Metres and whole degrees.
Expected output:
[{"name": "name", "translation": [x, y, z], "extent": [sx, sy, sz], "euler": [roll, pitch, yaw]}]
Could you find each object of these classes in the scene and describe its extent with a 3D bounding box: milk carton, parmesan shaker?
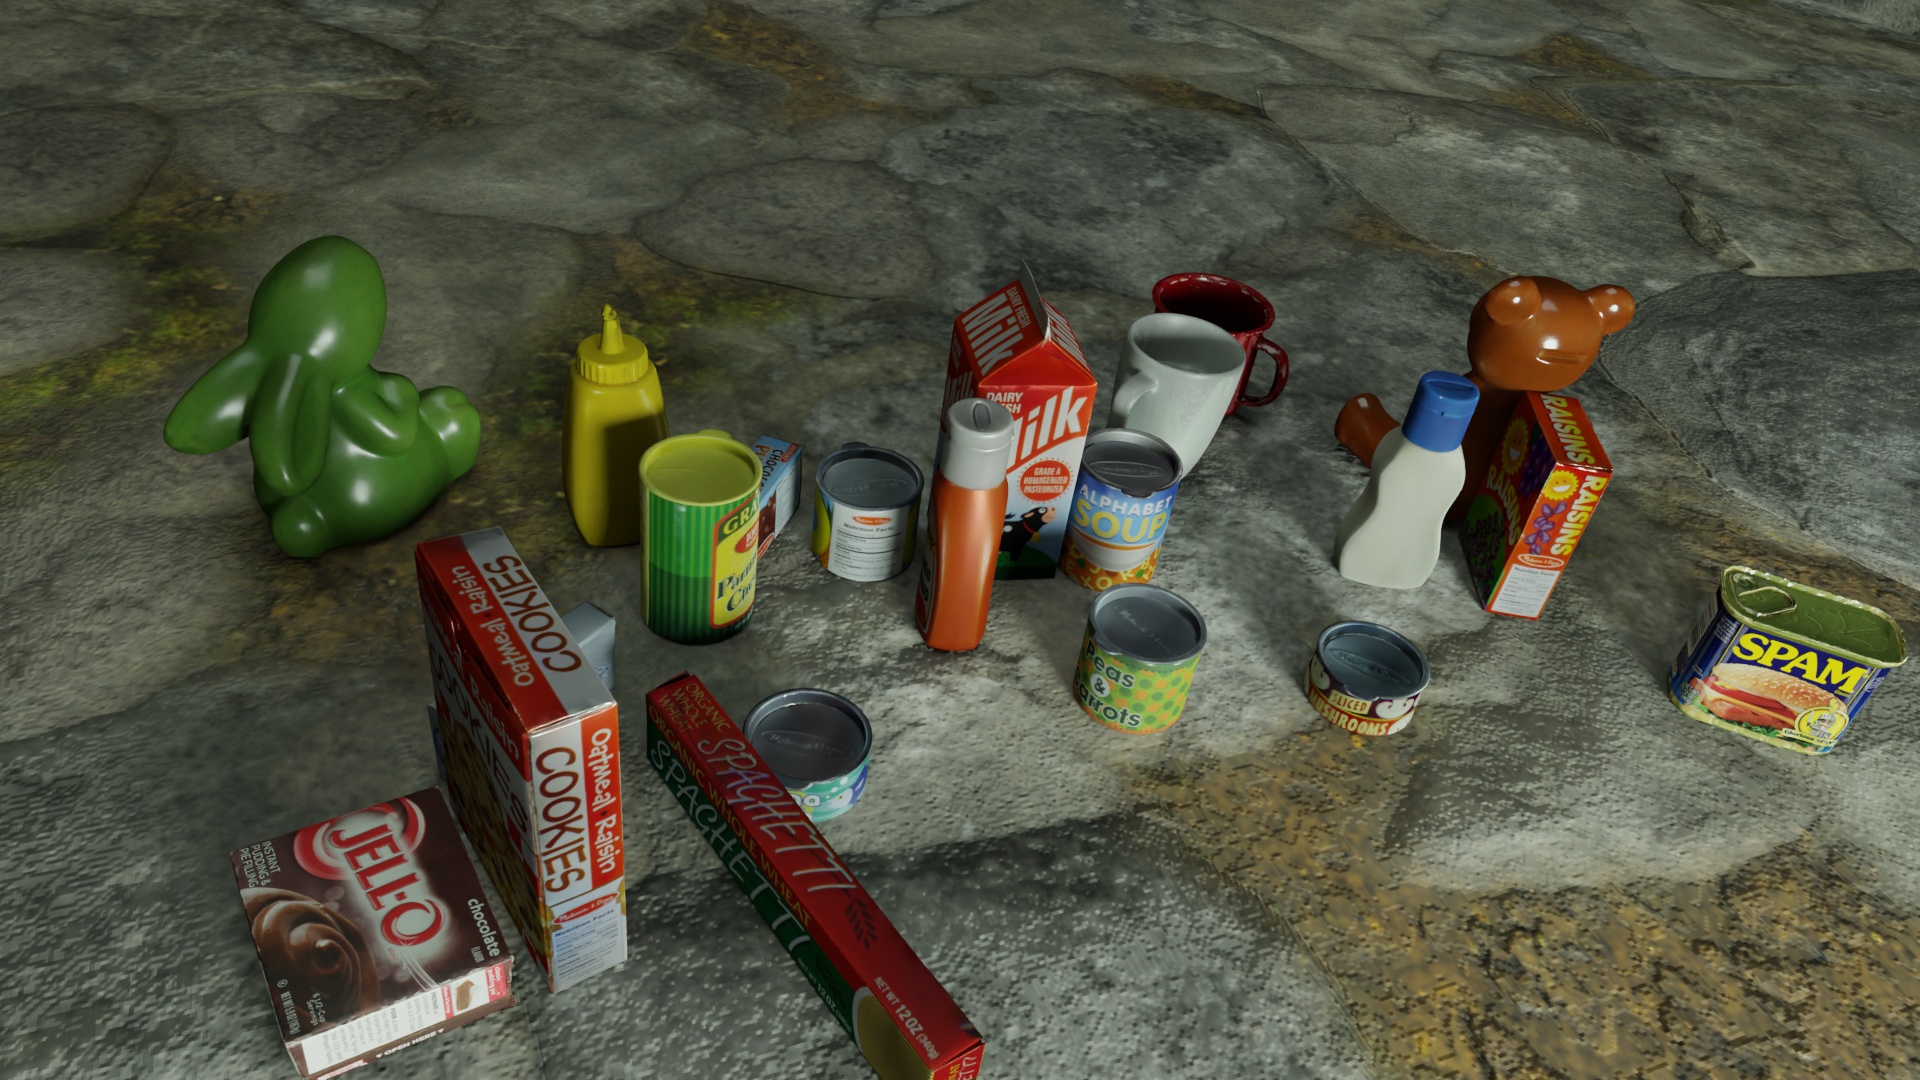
[{"name": "milk carton", "translation": [0.030, -0.069, 0.836], "extent": [0.073, 0.189, 0.073], "euler": [-1, 39, -13]}, {"name": "parmesan shaker", "translation": [-0.147, -0.002, 0.785], "extent": [0.071, 0.102, 0.072], "euler": [6, 38, -4]}]

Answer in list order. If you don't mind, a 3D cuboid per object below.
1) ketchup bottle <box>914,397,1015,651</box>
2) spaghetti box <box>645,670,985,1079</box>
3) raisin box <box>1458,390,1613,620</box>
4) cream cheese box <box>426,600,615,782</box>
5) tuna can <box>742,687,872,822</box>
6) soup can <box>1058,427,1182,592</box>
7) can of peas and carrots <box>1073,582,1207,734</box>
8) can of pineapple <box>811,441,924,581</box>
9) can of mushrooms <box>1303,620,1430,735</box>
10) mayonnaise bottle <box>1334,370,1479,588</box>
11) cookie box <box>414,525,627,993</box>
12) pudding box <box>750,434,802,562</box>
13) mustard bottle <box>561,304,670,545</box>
[{"name": "ketchup bottle", "translation": [0.003, -0.010, 0.790], "extent": [0.043, 0.148, 0.065], "euler": [4, 38, -7]}, {"name": "spaghetti box", "translation": [-0.077, 0.156, 0.642], "extent": [0.029, 0.049, 0.251], "euler": [-20, 47, -32]}, {"name": "raisin box", "translation": [0.371, -0.023, 0.902], "extent": [0.040, 0.122, 0.086], "euler": [9, 38, 0]}, {"name": "cream cheese box", "translation": [-0.220, 0.079, 0.708], "extent": [0.024, 0.053, 0.104], "euler": [28, 42, 22]}, {"name": "tuna can", "translation": [-0.080, 0.112, 0.712], "extent": [0.071, 0.032, 0.071], "euler": [6, 38, -4]}, {"name": "soup can", "translation": [0.098, -0.016, 0.870], "extent": [0.071, 0.083, 0.072], "euler": [6, 38, -4]}, {"name": "can of peas and carrots", "translation": [0.099, 0.068, 0.784], "extent": [0.071, 0.058, 0.071], "euler": [6, 38, -4]}, {"name": "can of pineapple", "translation": [-0.058, -0.018, 0.861], "extent": [0.071, 0.057, 0.071], "euler": [6, 38, -4]}, {"name": "can of mushrooms", "translation": [0.237, 0.082, 0.815], "extent": [0.071, 0.033, 0.071], "euler": [6, 38, -4]}, {"name": "mayonnaise bottle", "translation": [0.287, -0.037, 0.882], "extent": [0.065, 0.147, 0.041], "euler": [8, 38, -1]}, {"name": "cookie box", "translation": [-0.190, 0.095, 0.602], "extent": [0.040, 0.166, 0.123], "euler": [-19, 46, -31]}, {"name": "pudding box", "translation": [-0.127, -0.023, 0.859], "extent": [0.030, 0.049, 0.084], "euler": [17, 39, 9]}, {"name": "mustard bottle", "translation": [-0.202, -0.071, 0.815], "extent": [0.065, 0.159, 0.049], "euler": [-10, 42, -23]}]
